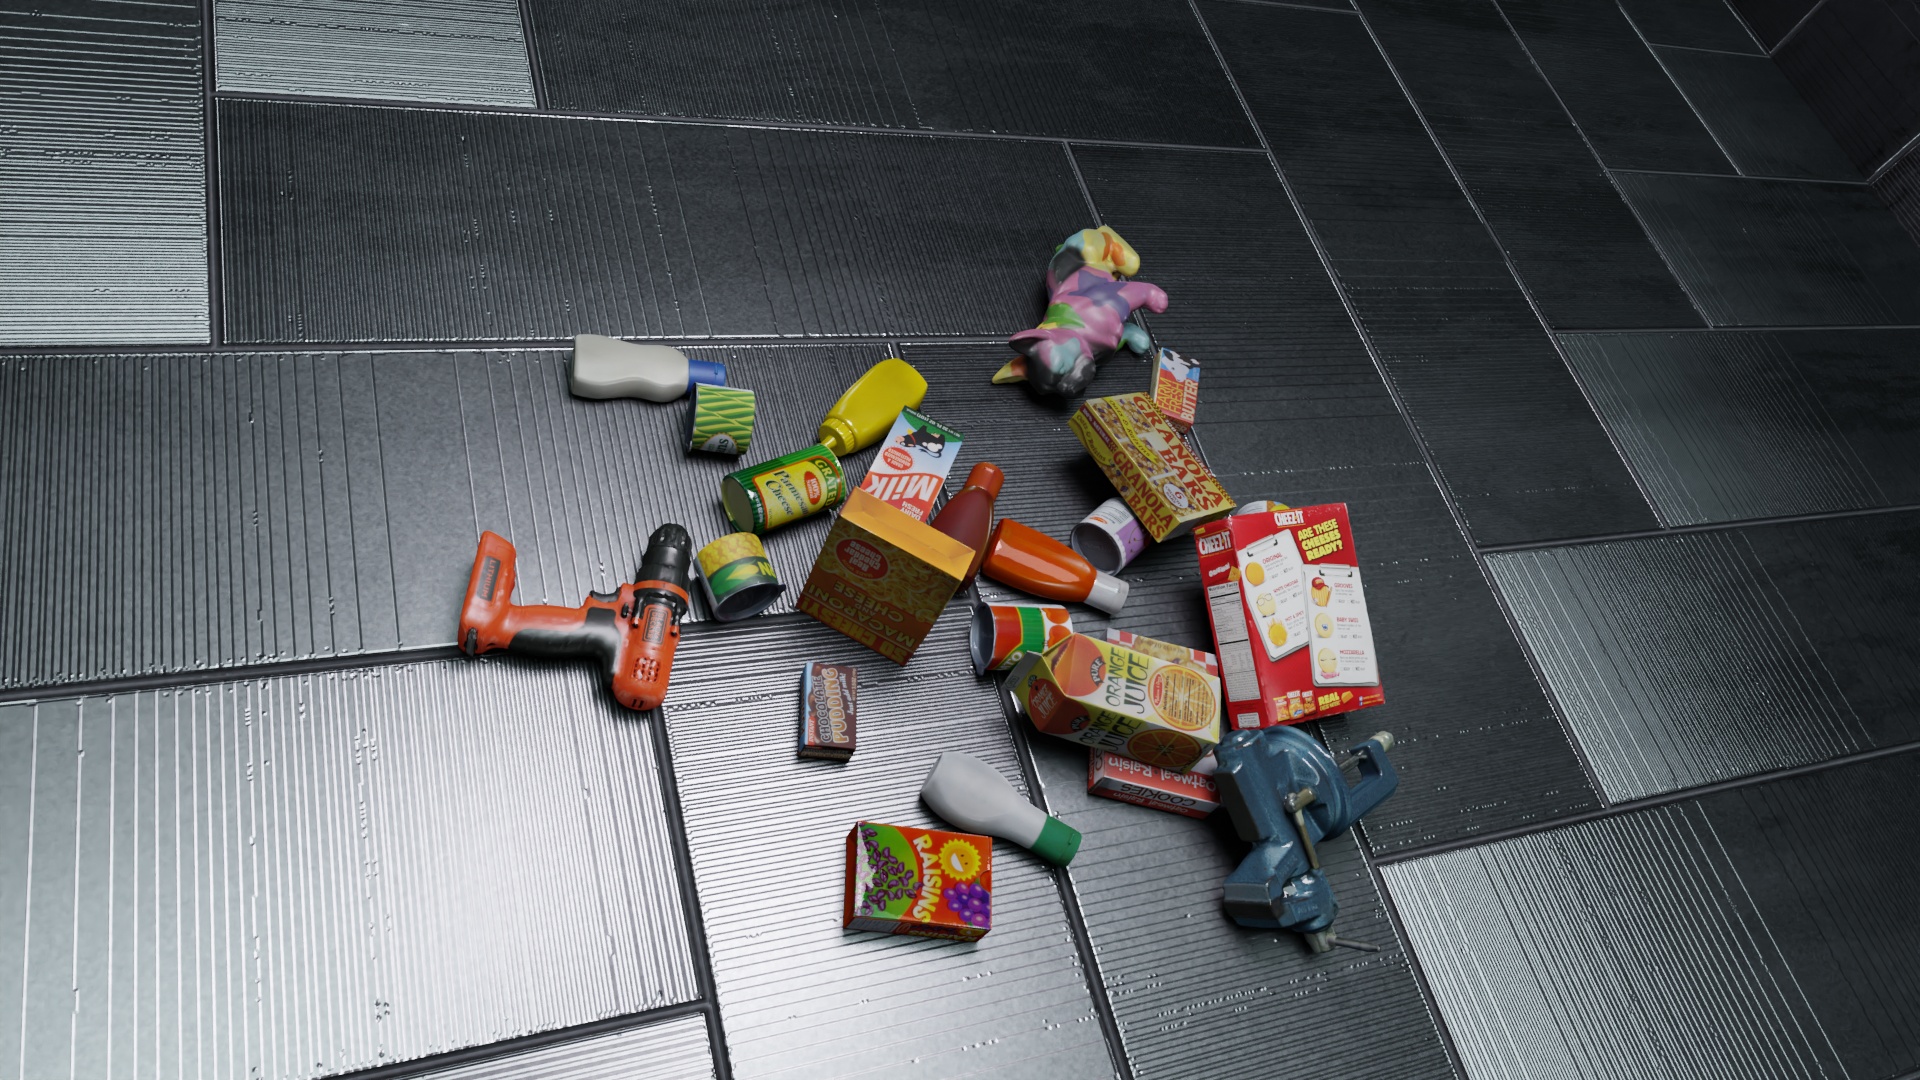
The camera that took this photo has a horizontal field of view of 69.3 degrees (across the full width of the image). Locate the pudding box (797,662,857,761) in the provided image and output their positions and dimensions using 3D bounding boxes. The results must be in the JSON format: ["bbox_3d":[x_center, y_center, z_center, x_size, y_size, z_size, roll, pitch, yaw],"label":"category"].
[{"bbox_3d":[-0.121,0.155,1.260,0.050,0.030,0.084,9,55,-16],"label":"pudding box"}]

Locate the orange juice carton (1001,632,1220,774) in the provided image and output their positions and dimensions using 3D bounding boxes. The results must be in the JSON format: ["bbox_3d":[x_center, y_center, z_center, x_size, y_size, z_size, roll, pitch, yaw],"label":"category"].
[{"bbox_3d":[0.139,0.147,1.293,0.193,0.071,0.073,18,52,-9],"label":"orange juice carton"}]

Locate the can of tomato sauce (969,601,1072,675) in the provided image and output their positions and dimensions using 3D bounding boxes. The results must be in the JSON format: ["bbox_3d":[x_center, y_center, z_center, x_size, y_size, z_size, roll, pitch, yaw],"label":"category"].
[{"bbox_3d":[0.059,0.096,1.350,0.083,0.070,0.071,3,57,-21],"label":"can of tomato sauce"}]

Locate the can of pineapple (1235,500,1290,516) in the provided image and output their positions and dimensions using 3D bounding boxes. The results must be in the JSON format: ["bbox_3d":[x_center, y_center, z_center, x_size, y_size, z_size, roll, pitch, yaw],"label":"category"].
[{"bbox_3d":[0.336,-0.001,1.527,0.071,0.070,0.058,17,53,-11],"label":"can of pineapple"}]

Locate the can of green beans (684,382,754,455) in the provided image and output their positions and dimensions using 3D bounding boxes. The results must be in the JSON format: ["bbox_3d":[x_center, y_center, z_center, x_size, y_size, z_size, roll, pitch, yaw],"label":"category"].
[{"bbox_3d":[-0.238,-0.120,1.374,0.058,0.071,0.071,7,56,-18],"label":"can of green beans"}]

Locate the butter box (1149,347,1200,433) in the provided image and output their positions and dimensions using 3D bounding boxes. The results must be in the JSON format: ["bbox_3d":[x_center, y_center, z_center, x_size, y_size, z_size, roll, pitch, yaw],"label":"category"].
[{"bbox_3d":[0.251,-0.176,1.634,0.053,0.024,0.104,19,53,-9],"label":"butter box"}]

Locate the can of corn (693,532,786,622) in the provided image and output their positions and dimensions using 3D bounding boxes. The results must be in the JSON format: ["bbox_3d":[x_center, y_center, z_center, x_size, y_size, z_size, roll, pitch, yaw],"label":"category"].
[{"bbox_3d":[-0.204,0.033,1.284,0.071,0.070,0.058,-14,64,-29],"label":"can of corn"}]

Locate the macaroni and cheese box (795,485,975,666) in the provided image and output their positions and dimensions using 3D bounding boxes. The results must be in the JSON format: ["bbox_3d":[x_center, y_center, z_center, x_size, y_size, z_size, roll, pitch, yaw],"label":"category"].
[{"bbox_3d":[-0.072,0.036,1.274,0.124,0.165,0.040,29,52,-2],"label":"macaroni and cheese box"}]

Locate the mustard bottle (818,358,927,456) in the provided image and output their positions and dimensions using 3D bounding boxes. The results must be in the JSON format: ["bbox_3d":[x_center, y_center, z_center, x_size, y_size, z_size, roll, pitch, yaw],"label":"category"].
[{"bbox_3d":[-0.103,-0.130,1.446,0.065,0.048,0.161,42,53,8],"label":"mustard bottle"}]

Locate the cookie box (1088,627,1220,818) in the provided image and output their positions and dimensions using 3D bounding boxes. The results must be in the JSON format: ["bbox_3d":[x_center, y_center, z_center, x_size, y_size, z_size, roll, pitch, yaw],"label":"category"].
[{"bbox_3d":[0.191,0.179,1.364,0.123,0.040,0.168,15,53,-12],"label":"cookie box"}]

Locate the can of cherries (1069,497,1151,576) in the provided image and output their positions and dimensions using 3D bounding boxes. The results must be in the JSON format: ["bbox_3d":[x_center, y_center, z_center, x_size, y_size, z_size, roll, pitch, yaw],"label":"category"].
[{"bbox_3d":[0.158,-0.002,1.458,0.071,0.071,0.059,45,52,10],"label":"can of cherries"}]

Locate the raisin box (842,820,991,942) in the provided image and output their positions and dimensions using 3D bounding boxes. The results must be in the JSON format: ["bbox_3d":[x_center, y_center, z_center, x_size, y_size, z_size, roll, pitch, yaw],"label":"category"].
[{"bbox_3d":[-0.036,0.294,1.197,0.123,0.039,0.086,11,54,-16],"label":"raisin box"}]

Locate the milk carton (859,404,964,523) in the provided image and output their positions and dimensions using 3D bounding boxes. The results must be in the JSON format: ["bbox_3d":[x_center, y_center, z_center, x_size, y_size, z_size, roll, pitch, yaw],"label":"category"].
[{"bbox_3d":[-0.065,-0.041,1.371,0.072,0.073,0.192,27,44,-3],"label":"milk carton"}]

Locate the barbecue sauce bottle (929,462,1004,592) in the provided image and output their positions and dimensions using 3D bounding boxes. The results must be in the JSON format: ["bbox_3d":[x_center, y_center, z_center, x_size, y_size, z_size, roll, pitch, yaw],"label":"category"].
[{"bbox_3d":[0.005,-0.018,1.418,0.065,0.043,0.149,23,52,2],"label":"barbecue sauce bottle"}]

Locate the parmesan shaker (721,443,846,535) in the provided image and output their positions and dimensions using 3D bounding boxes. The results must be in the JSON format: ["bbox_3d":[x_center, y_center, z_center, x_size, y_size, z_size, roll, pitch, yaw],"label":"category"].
[{"bbox_3d":[-0.172,-0.046,1.353,0.103,0.071,0.071,-22,69,-32],"label":"parmesan shaker"}]

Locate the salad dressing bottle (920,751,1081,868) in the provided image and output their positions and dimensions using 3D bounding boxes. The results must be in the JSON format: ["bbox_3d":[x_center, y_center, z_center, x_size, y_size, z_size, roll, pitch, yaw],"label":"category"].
[{"bbox_3d":[0.038,0.246,1.256,0.148,0.043,0.064,30,50,-2],"label":"salad dressing bottle"}]

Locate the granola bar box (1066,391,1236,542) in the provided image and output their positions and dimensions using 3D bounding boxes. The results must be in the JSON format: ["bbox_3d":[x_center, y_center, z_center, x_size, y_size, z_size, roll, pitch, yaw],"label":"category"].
[{"bbox_3d":[0.204,-0.081,1.478,0.124,0.039,0.166,-14,63,-50],"label":"granola bar box"}]

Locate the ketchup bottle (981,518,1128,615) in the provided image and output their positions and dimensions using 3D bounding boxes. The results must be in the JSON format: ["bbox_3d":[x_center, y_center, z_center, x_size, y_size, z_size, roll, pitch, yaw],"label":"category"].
[{"bbox_3d":[0.099,0.032,1.422,0.149,0.043,0.065,23,55,-7],"label":"ketchup bottle"}]

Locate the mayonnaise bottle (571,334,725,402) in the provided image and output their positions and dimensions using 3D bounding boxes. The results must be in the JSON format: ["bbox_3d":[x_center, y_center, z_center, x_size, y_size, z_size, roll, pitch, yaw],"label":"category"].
[{"bbox_3d":[-0.312,-0.168,1.393,0.148,0.041,0.065,5,58,-20],"label":"mayonnaise bottle"}]
